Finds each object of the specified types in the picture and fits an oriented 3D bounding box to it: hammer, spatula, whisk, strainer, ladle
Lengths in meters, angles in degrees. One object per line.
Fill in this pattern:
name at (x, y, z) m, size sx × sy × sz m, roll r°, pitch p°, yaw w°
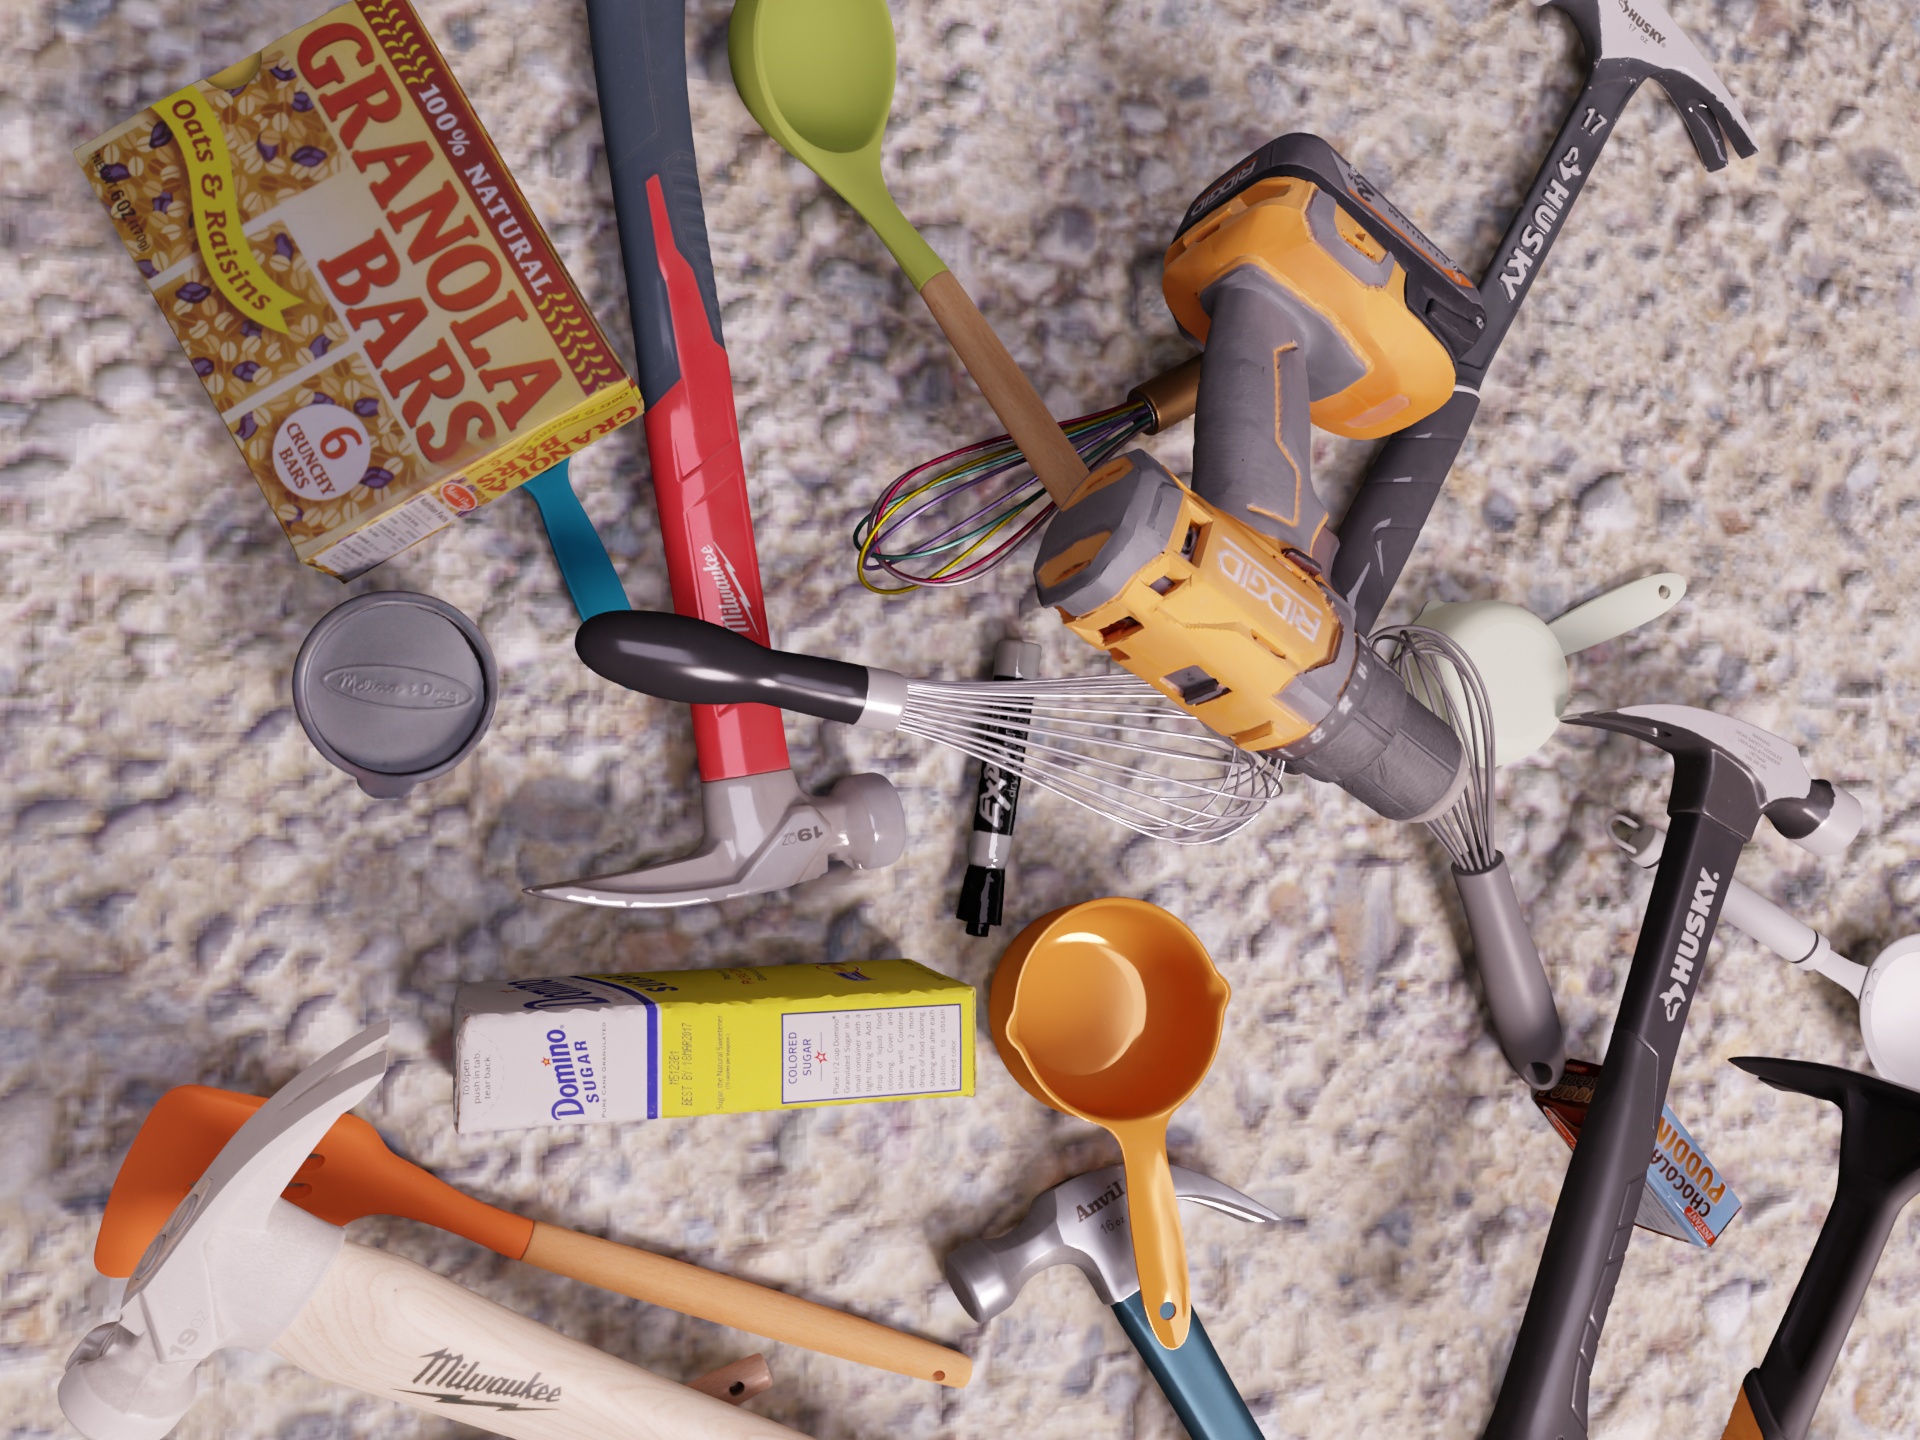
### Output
hammer at (0.129, 0.325, 0.620) m, size 0.128 × 0.033 × 0.331 m, roll -27°, pitch 79°, yaw -21°
spatula at (-0.137, 0.204, 0.584) m, size 0.322 × 0.041 × 0.081 m, roll 23°, pitch 105°, yaw -17°
whisk at (0.057, -0.117, 0.660) m, size 0.245 × 0.051 × 0.047 m, roll -31°, pitch 118°, yaw -20°
hammer at (-0.117, -0.125, 0.592) m, size 0.143 × 0.038 × 0.386 m, roll -9°, pitch 89°, yaw -29°
whisk at (0.220, 0.064, 0.686) m, size 0.055 × 0.055 × 0.238 m, roll -29°, pitch 110°, yaw -16°
strainer at (0.410, 0.112, 0.761) m, size 0.258 × 0.050 × 0.087 m, roll 31°, pitch 73°, yaw -8°
whisk at (-0.001, -0.001, 0.592) m, size 0.284 × 0.070 × 0.070 m, roll 11°, pitch 85°, yaw -21°
ladle at (0.012, -0.151, 0.600) m, size 0.078 × 0.062 × 0.320 m, roll -28°, pitch 83°, yaw -45°
hammer at (0.309, 0.298, 0.638) m, size 0.034 × 0.127 × 0.337 m, roll 30°, pitch 82°, yaw -21°
hammer at (0.230, -0.159, 0.716) m, size 0.149 × 0.036 × 0.409 m, roll 32°, pitch 80°, yaw -15°
hammer at (-0.077, 0.251, 0.556) m, size 0.410 × 0.038 × 0.146 m, roll 36°, pitch 97°, yaw -25°
hammer at (0.278, 0.149, 0.667) m, size 0.146 × 0.035 × 0.335 m, roll 28°, pitch 75°, yaw -15°

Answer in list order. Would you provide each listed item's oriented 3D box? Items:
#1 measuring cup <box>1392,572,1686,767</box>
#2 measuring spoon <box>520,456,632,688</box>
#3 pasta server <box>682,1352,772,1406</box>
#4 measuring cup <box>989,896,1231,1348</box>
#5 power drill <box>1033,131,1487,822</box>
measuring cup at (0.274, -0.034, 0.721) m, size 0.167 × 0.038 × 0.083 m, roll -24°, pitch 95°, yaw -15°
measuring spoon at (-0.152, -0.070, 0.603) m, size 0.042 × 0.021 × 0.128 m, roll -32°, pitch 107°, yaw -36°
pasta server at (-0.216, 0.295, 0.556) m, size 0.316 × 0.040 × 0.060 m, roll -20°, pitch 94°, yaw -18°
measuring cup at (0.062, 0.157, 0.635) m, size 0.095 × 0.052 × 0.174 m, roll -8°, pitch 86°, yaw -17°
power drill at (0.135, -0.085, 0.599) m, size 0.185 × 0.084 × 0.226 m, roll 34°, pitch 58°, yaw -22°
